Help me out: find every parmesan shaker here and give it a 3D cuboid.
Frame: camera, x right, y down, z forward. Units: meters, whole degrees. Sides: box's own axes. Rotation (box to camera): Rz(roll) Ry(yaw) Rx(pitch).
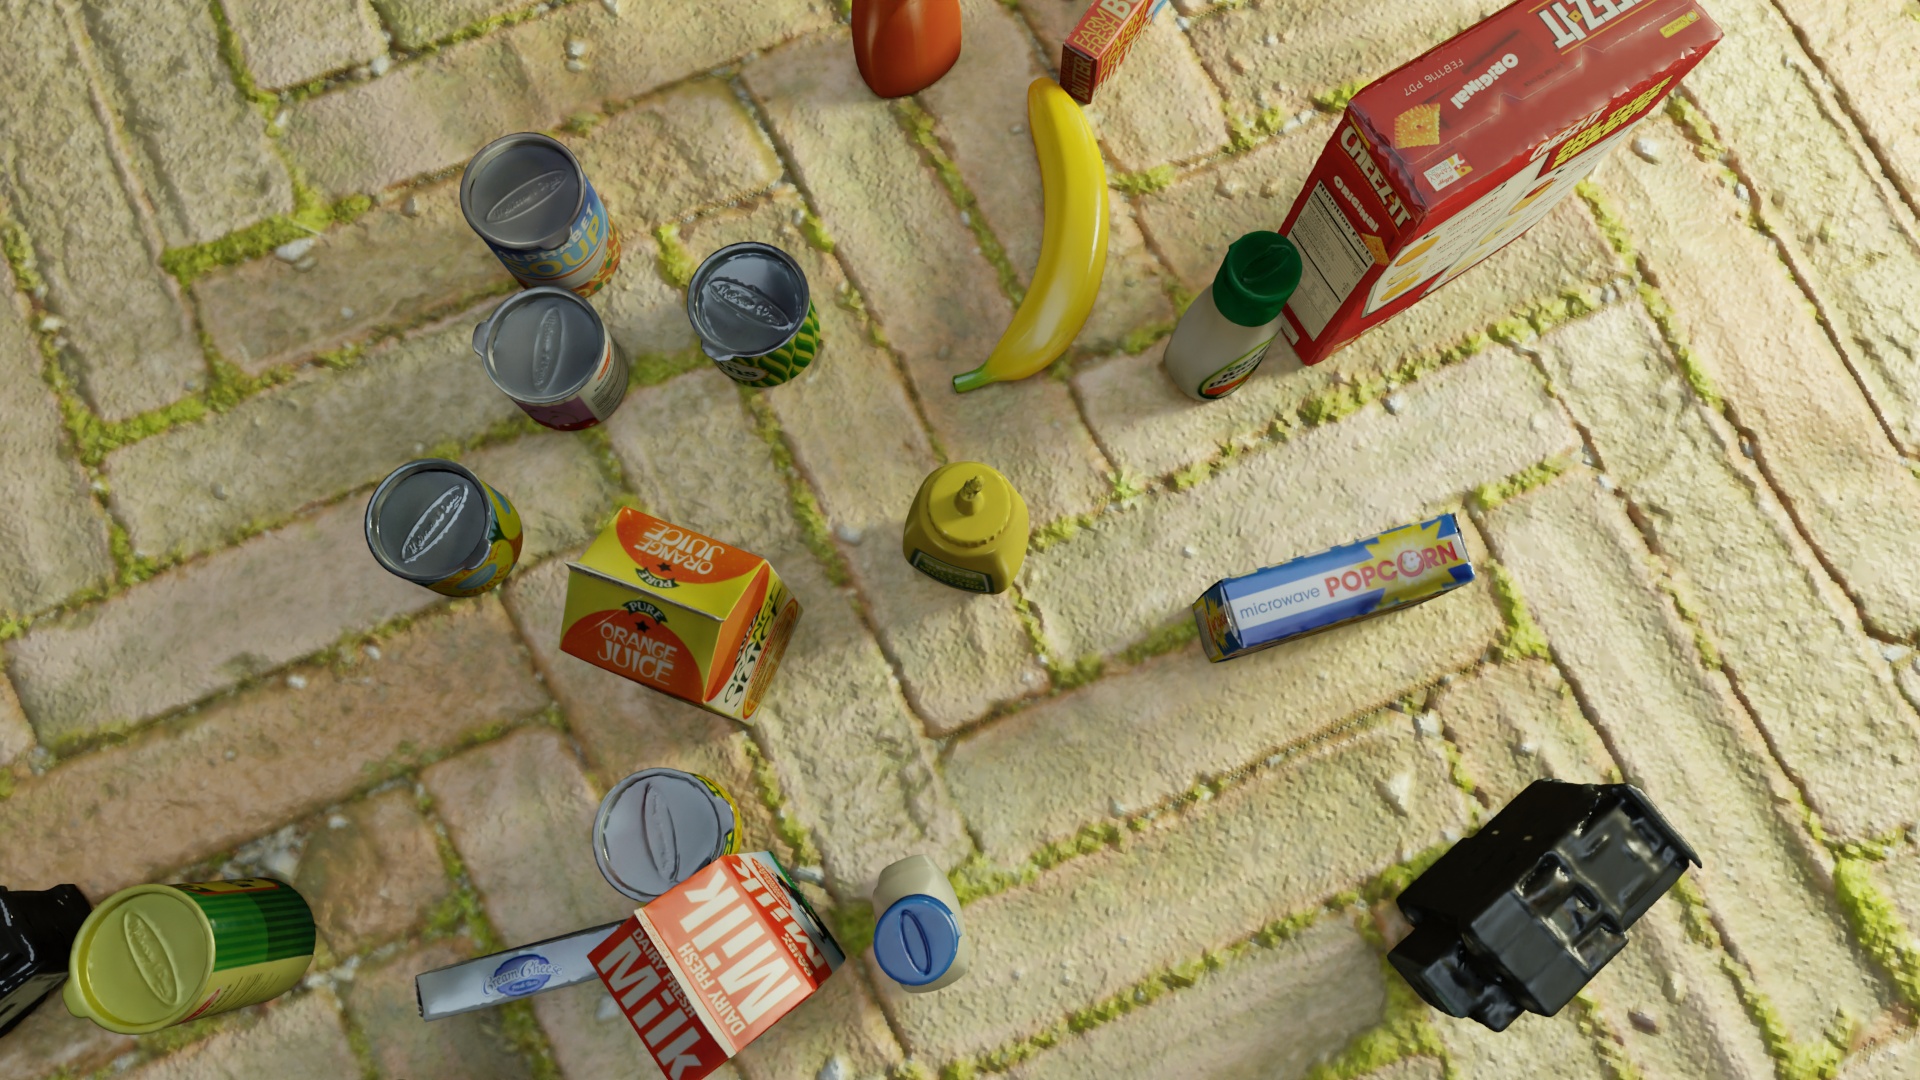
[{"bbox_3d":[-0.375,0.202,0.681,0.071,0.103,0.071,0,79,0],"label":"parmesan shaker"}]

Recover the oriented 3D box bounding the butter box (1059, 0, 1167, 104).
[{"bbox_3d":[0.096,-0.310,0.814,0.024,0.053,0.103,35,80,7],"label":"butter box"}]

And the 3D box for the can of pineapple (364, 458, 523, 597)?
[{"bbox_3d":[-0.275,-0.004,0.748,0.071,0.057,0.071,0,78,0],"label":"can of pineapple"}]

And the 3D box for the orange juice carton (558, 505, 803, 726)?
[{"bbox_3d":[-0.132,0.039,0.670,0.072,0.192,0.073,21,80,4],"label":"orange juice carton"}]

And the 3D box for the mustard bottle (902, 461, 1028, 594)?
[{"bbox_3d":[0.002,-0.009,0.696,0.065,0.160,0.049,19,79,4],"label":"mustard bottle"}]

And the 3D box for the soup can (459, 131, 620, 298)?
[{"bbox_3d":[-0.229,-0.174,0.770,0.071,0.083,0.071,0,78,0],"label":"soup can"}]

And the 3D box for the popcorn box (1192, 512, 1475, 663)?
[{"bbox_3d":[0.191,0.027,0.726,0.127,0.085,0.038,-16,79,-3],"label":"popcorn box"}]

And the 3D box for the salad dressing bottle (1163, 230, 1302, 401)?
[{"bbox_3d":[0.143,-0.115,0.725,0.064,0.147,0.044,-33,80,-6],"label":"salad dressing bottle"}]

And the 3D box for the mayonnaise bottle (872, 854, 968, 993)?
[{"bbox_3d":[-0.019,0.184,0.661,0.041,0.148,0.065,-20,79,-4],"label":"mayonnaise bottle"}]

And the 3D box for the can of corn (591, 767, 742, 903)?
[{"bbox_3d":[-0.147,0.150,0.715,0.071,0.058,0.071,0,78,0],"label":"can of corn"}]

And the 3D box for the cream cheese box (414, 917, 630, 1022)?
[{"bbox_3d":[-0.215,0.216,0.703,0.104,0.053,0.024,-14,79,-3],"label":"cream cheese box"}]

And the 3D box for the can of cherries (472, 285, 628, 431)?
[{"bbox_3d":[-0.225,-0.100,0.767,0.071,0.058,0.071,0,78,0],"label":"can of cherries"}]

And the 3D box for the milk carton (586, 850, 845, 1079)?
[{"bbox_3d":[-0.109,0.194,0.638,0.073,0.190,0.072,-36,81,-7],"label":"milk carton"}]

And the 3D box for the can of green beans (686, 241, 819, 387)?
[{"bbox_3d":[-0.114,-0.124,0.773,0.071,0.057,0.071,0,78,0],"label":"can of green beans"}]

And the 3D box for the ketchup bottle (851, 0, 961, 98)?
[{"bbox_3d":[-0.031,-0.303,0.764,0.065,0.148,0.043,-31,80,-6],"label":"ketchup bottle"}]
